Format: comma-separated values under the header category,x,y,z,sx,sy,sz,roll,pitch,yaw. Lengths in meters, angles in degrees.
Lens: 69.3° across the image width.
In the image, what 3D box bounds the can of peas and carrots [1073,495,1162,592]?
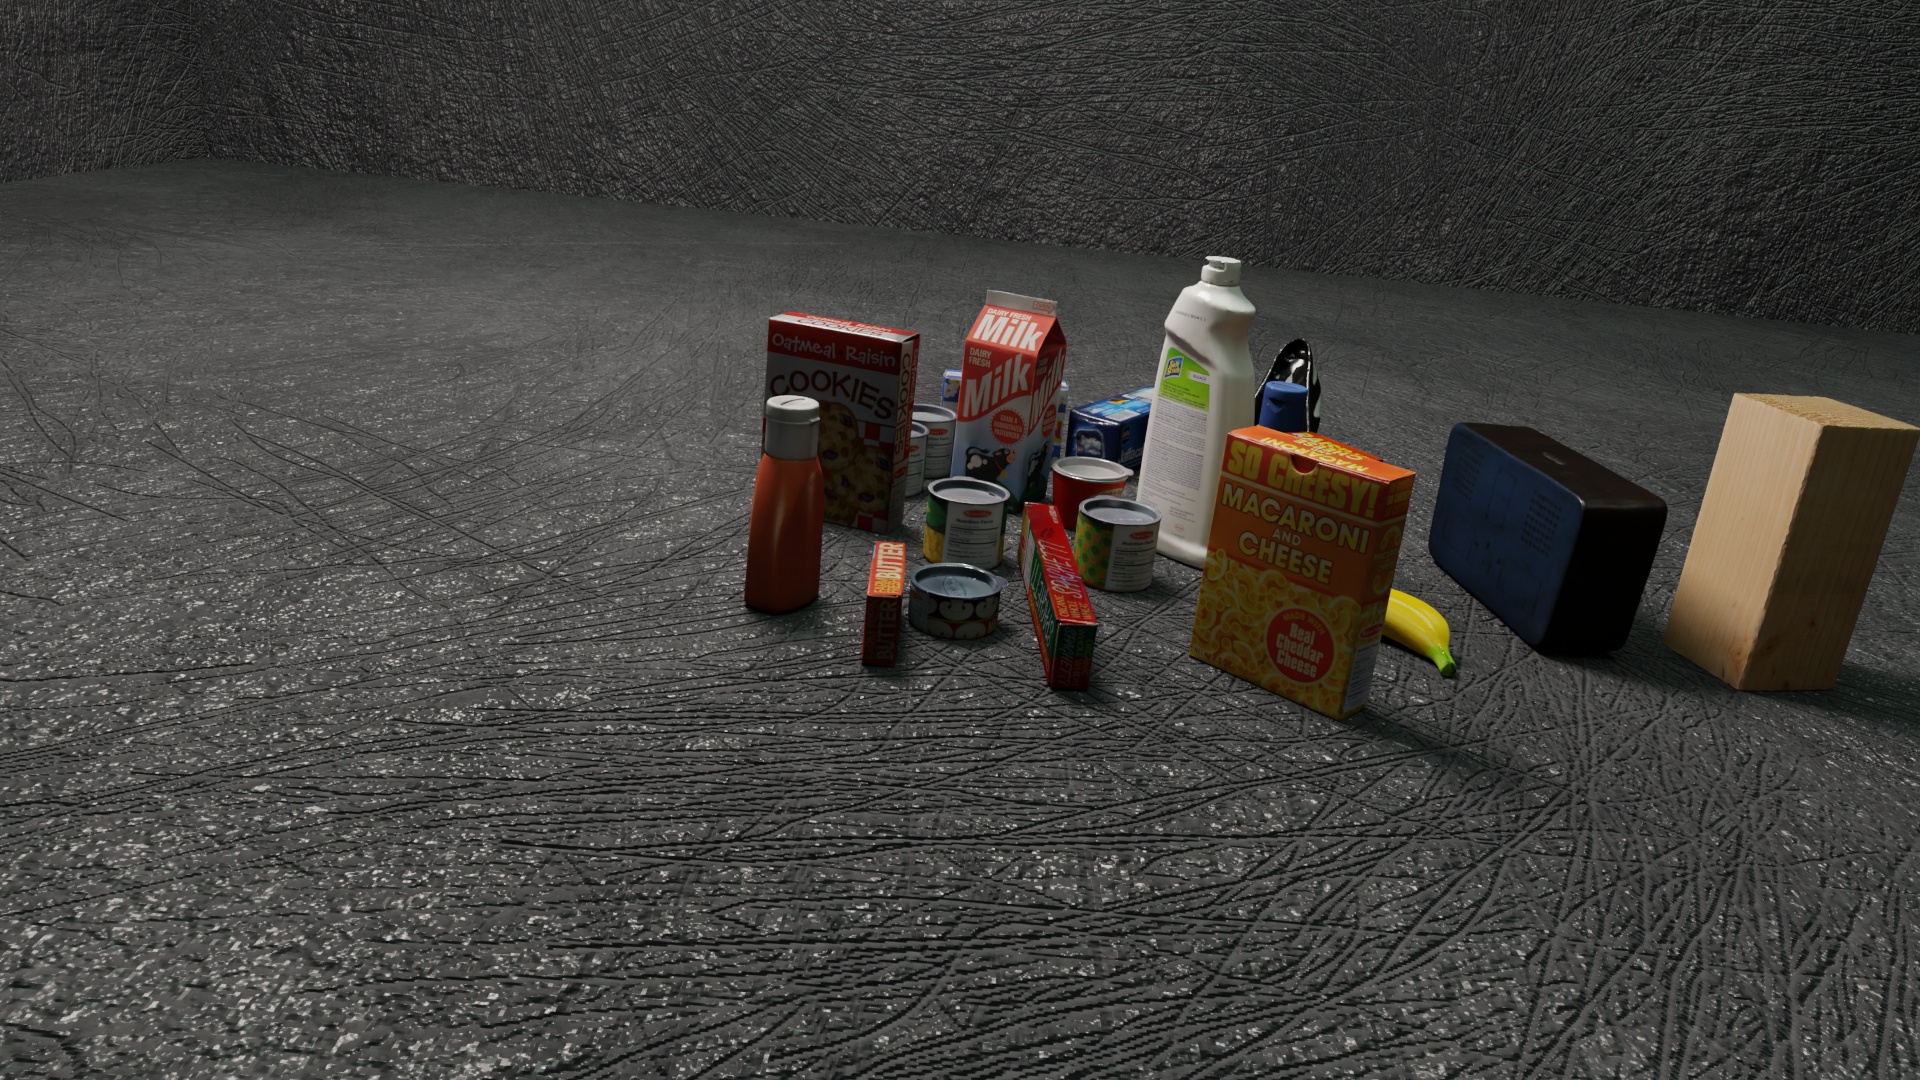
category,x,y,z,sx,sy,sz,roll,pitch,yaw
can of peas and carrots,0.123,0.002,1.112,0.071,0.058,0.071,5,19,-2

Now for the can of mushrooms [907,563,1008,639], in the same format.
category,x,y,z,sx,sy,sz,roll,pitch,yaw
can of mushrooms,-0.002,0.043,0.995,0.071,0.033,0.071,5,19,-2

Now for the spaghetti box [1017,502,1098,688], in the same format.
category,x,y,z,sx,sy,sz,roll,pitch,yaw
spaghetti box,0.067,0.034,1.017,0.029,0.050,0.251,5,19,-4

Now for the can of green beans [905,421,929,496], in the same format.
category,x,y,z,sx,sy,sz,roll,pitch,yaw
can of green beans,-0.064,-0.077,1.282,0.071,0.057,0.071,5,19,-2

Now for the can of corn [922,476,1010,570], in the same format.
category,x,y,z,sx,sy,sz,roll,pitch,yaw
can of corn,0.004,-0.014,1.123,0.071,0.058,0.071,5,19,-2

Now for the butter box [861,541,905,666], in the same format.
category,x,y,z,sx,sy,sz,roll,pitch,yaw
butter box,-0.052,0.042,0.954,0.024,0.053,0.104,5,19,-3

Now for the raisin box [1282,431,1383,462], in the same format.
category,x,y,z,sx,sy,sz,roll,pitch,yaw
raisin box,0.288,-0.018,1.121,0.040,0.123,0.086,-4,21,-28

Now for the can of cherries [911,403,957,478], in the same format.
category,x,y,z,sx,sy,sz,roll,pitch,yaw
can of cherries,-0.039,-0.098,1.348,0.071,0.058,0.072,5,19,-2

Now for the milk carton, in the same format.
category,x,y,z,sx,sy,sz,roll,pitch,yaw
milk carton,0.045,-0.128,1.261,0.072,0.189,0.074,14,20,22

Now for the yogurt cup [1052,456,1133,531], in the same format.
category,x,y,z,sx,sy,sz,roll,pitch,yaw
yogurt cup,0.113,-0.040,1.237,0.072,0.053,0.072,5,19,-2

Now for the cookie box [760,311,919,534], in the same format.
category,x,y,z,sx,sy,sz,roll,pitch,yaw
cookie box,-0.104,-0.100,1.171,0.123,0.166,0.040,12,20,18

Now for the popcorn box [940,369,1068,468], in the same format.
category,x,y,z,sx,sy,sz,roll,pitch,yaw
popcorn box,0.042,-0.123,1.404,0.127,0.085,0.038,5,19,-2

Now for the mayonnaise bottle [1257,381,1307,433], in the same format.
category,x,y,z,sx,sy,sz,roll,pitch,yaw
mayonnaise bottle,0.270,-0.062,1.205,0.065,0.147,0.041,18,22,31

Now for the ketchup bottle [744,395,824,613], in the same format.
category,x,y,z,sx,sy,sz,roll,pitch,yaw
ketchup bottle,-0.122,-0.026,0.983,0.043,0.148,0.065,14,20,23

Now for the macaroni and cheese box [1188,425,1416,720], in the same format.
category,x,y,z,sx,sy,sz,roll,pitch,yaw
macaroni and cheese box,0.225,0.020,0.930,0.124,0.165,0.040,23,25,40
